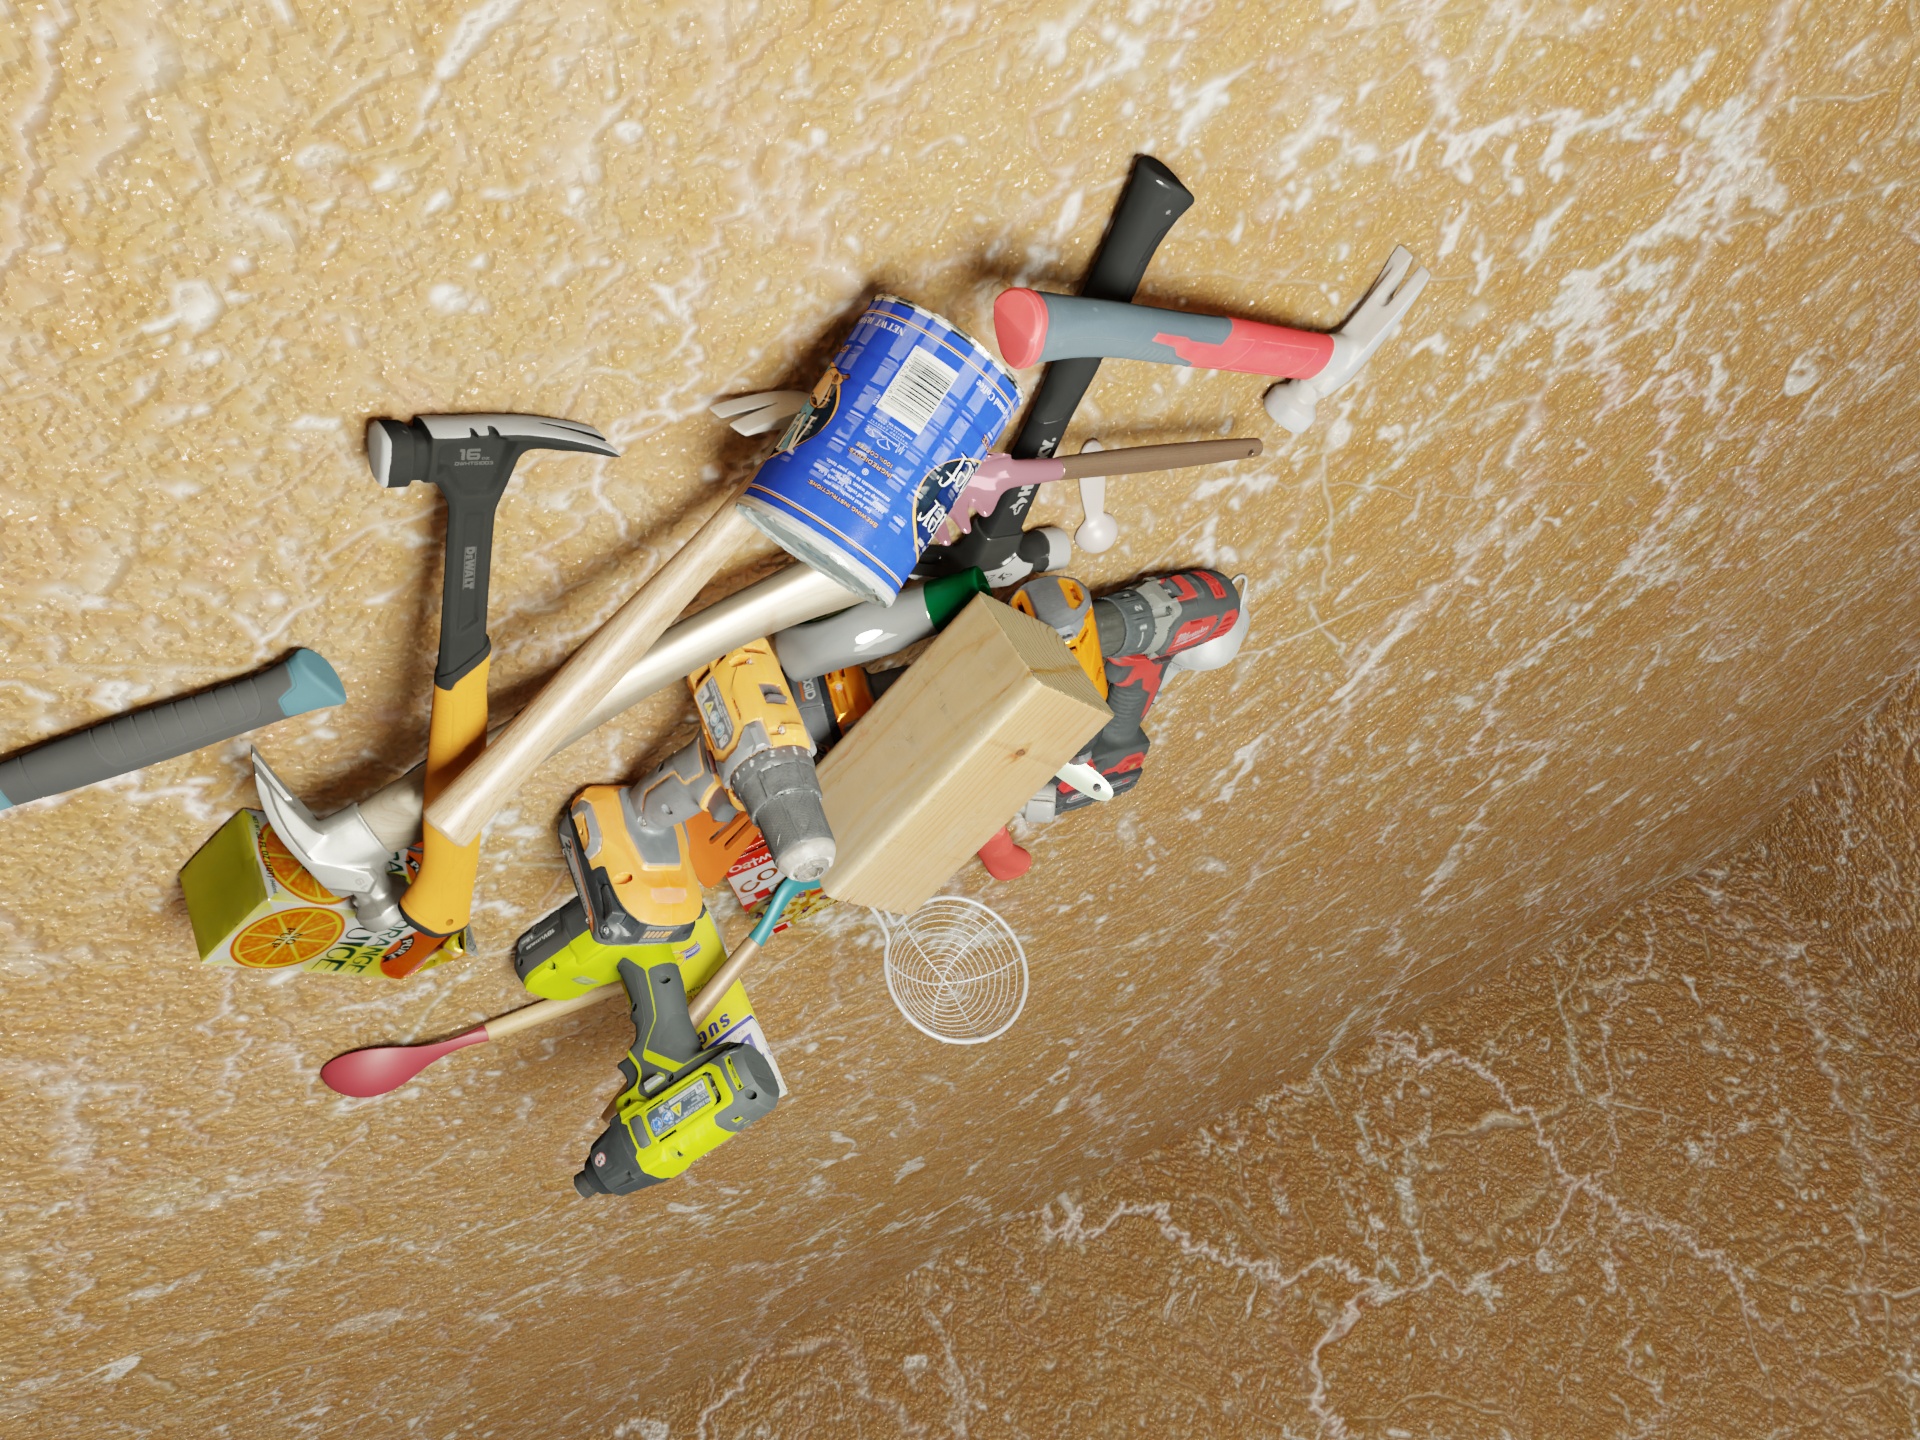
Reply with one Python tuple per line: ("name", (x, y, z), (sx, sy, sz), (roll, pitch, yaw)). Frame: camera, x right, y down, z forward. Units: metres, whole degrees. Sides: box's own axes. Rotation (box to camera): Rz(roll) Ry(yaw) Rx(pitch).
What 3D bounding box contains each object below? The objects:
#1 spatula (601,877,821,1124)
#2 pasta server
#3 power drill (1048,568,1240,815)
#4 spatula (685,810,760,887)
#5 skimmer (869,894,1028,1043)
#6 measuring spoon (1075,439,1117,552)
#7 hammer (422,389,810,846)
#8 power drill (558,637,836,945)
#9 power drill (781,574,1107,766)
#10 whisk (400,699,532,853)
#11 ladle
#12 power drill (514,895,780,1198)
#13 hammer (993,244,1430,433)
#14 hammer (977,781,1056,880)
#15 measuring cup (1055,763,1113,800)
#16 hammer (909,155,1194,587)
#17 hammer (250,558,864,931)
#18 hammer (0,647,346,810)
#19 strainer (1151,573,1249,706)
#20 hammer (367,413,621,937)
("spatula", (-0.178, 0.207, 1.301), (0.317, 0.044, 0.082), (-50, 158, -11))
("pasta server", (0.088, -0.162, 1.038), (0.316, 0.040, 0.060), (-12, 136, -35))
("power drill", (0.115, -0.026, 1.305), (0.188, 0.080, 0.226), (-14, 145, -39))
("spatula", (-0.074, 0.027, 1.258), (0.322, 0.041, 0.080), (-25, 130, -13))
("skimmer", (-0.061, 0.122, 1.251), (0.362, 0.090, 0.127), (57, 48, -38))
("measuring spoon", (0.099, -0.158, 1.146), (0.034, 0.018, 0.124), (-26, 151, -7))
("hammer", (-0.182, -0.060, 0.913), (0.331, 0.031, 0.130), (-48, 152, -11))
("power drill", (-0.175, 0.071, 1.087), (0.084, 0.186, 0.226), (6, 139, -45))
("power drill", (-0.002, -0.004, 1.165), (0.226, 0.084, 0.164), (-17, 133, -1))
("whisk", (-0.279, 0.002, 1.024), (0.239, 0.055, 0.055), (-40, 151, 7))
("ladle", (-0.380, 0.257, 1.360), (0.315, 0.031, 0.069), (-18, 149, -25))
("power drill", (-0.258, 0.247, 1.246), (0.171, 0.223, 0.080), (-34, 151, 6))
("hammer", (0.159, -0.246, 0.980), (0.386, 0.038, 0.143), (-10, 146, -50))
("hammer", (0.014, 0.096, 1.384), (0.149, 0.037, 0.359), (4, 167, 6))
("measuring cup", (0.047, 0.016, 1.255), (0.083, 0.167, 0.038), (-58, -170, -8))
("hammer", (0.059, -0.207, 1.013), (0.146, 0.035, 0.334), (-12, 147, -32))
("hammer", (-0.223, -0.023, 0.984), (0.410, 0.038, 0.146), (-31, 133, -8))
("hammer", (-0.505, 0.030, 0.864), (0.331, 0.033, 0.128), (-21, 150, -17))
("strainer", (0.176, -0.028, 1.411), (0.086, 0.050, 0.258), (15, 134, -33))
("hammer", (-0.277, -0.015, 0.906), (0.127, 0.034, 0.336), (-9, 128, -36))
